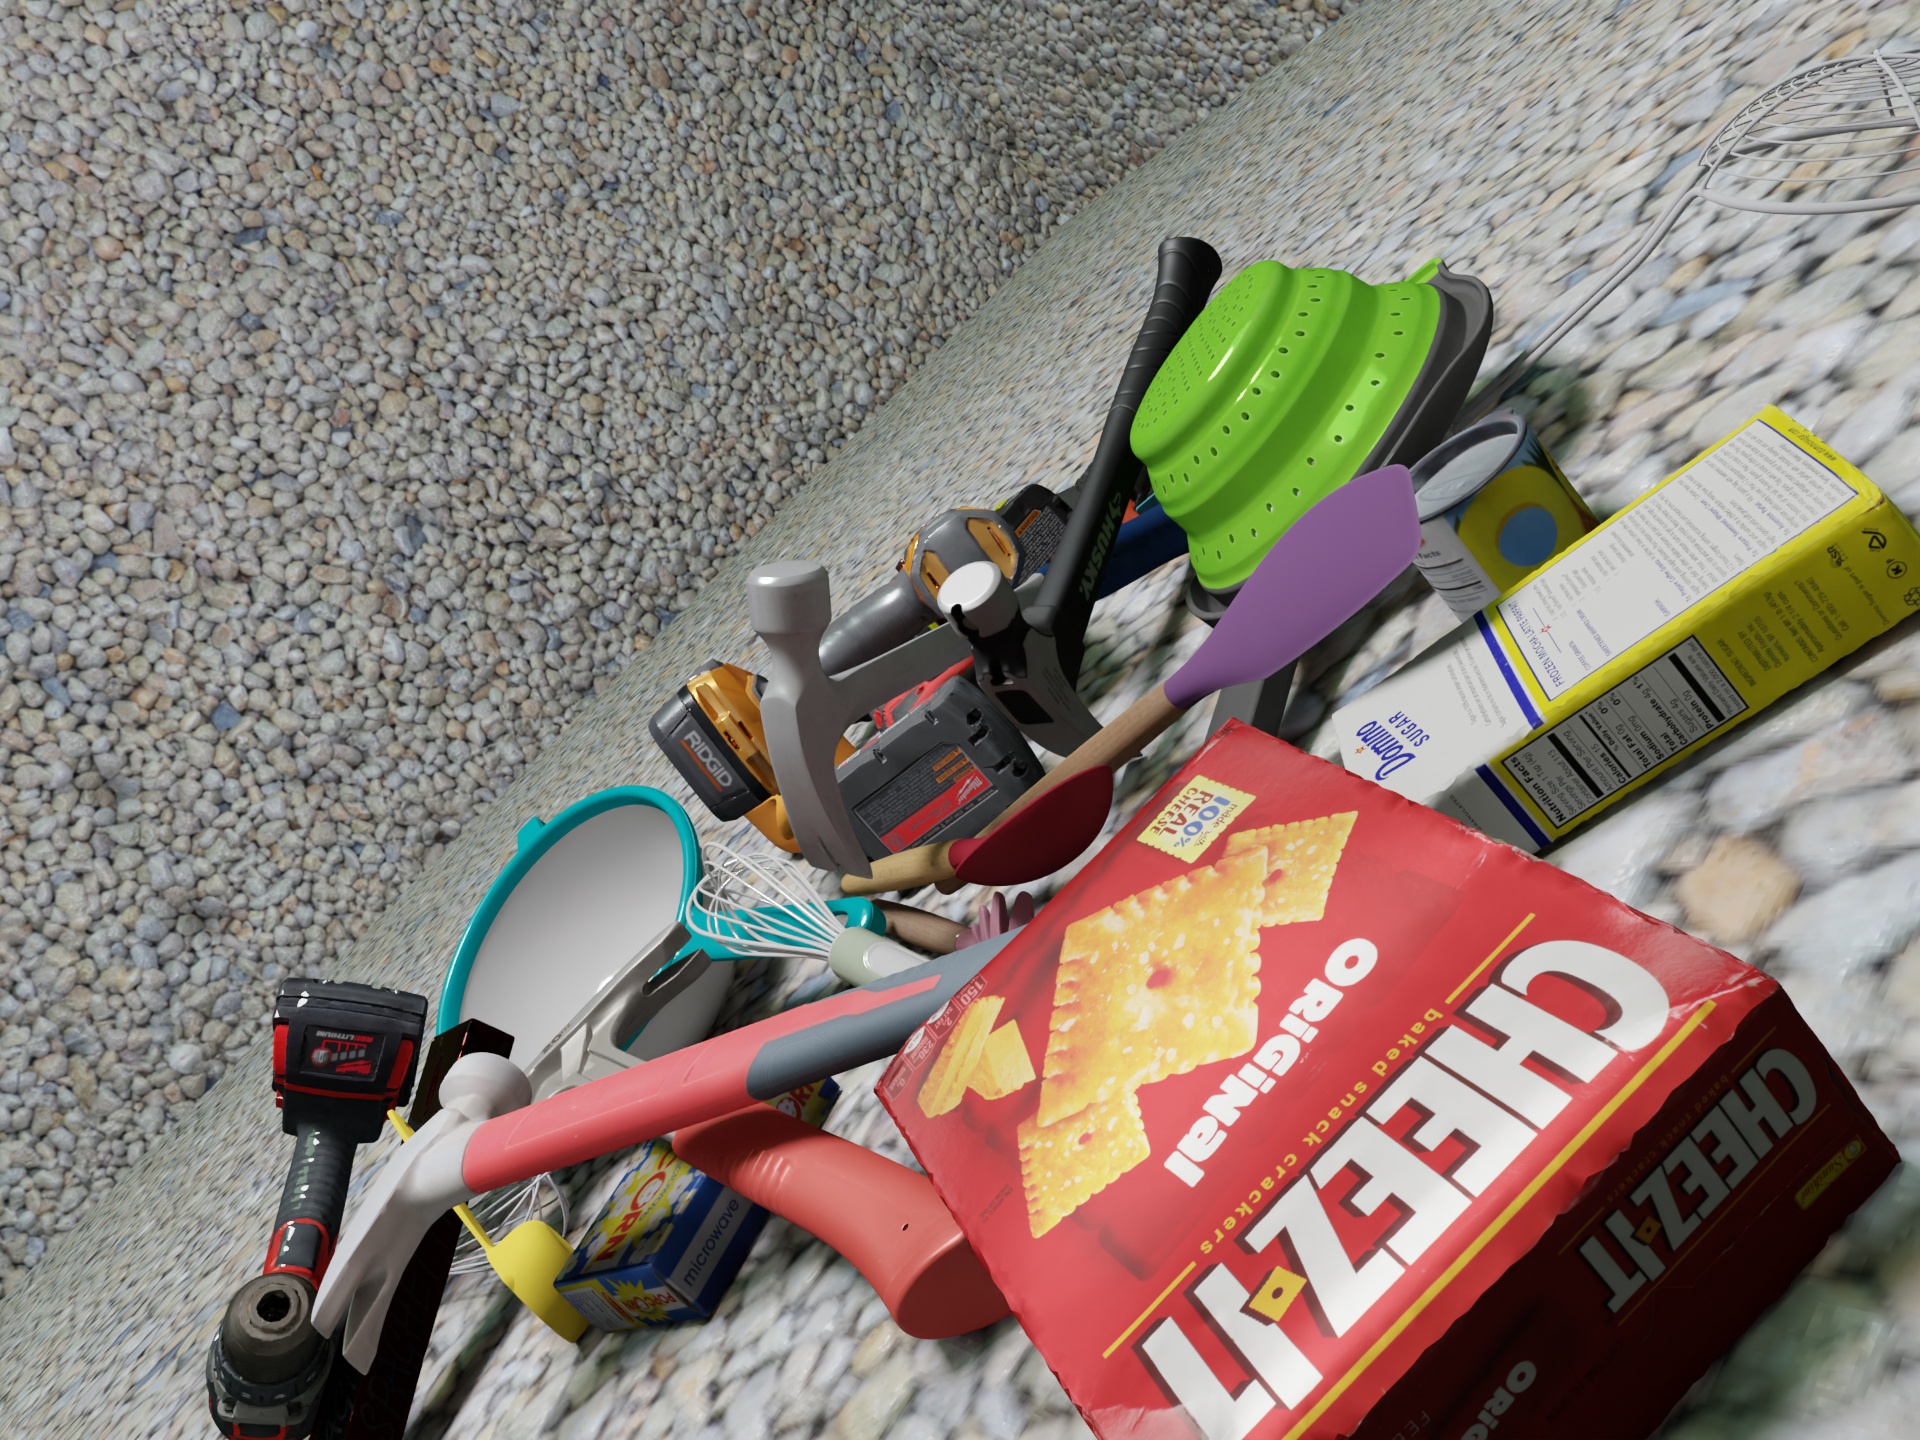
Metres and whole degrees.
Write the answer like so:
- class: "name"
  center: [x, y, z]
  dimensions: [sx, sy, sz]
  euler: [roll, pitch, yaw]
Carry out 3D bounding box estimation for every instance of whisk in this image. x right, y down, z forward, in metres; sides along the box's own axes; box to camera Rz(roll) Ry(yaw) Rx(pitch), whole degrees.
- class: "whisk"
  center: [-0.055, 0.103, 0.726]
  dimensions: [0.058, 0.059, 0.246]
  euler: [-33, 29, -29]
- class: "whisk"
  center: [-0.303, 0.304, 0.898]
  dimensions: [0.284, 0.070, 0.070]
  euler: [-38, 15, 35]

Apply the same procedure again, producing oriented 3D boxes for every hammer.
- class: "hammer"
  center: [0.084, -0.131, 0.820]
  dimensions: [0.035, 0.146, 0.335]
  euler: [-4, 49, 34]
- class: "hammer"
  center: [-0.086, 0.163, 0.647]
  dimensions: [0.149, 0.036, 0.359]
  euler: [-46, 25, -26]
- class: "hammer"
  center: [0.034, -0.054, 0.814]
  dimensions: [0.035, 0.144, 0.405]
  euler: [8, 23, 32]
- class: "hammer"
  center: [-0.068, 0.132, 0.584]
  dimensions: [0.386, 0.038, 0.143]
  euler: [-23, 24, 21]

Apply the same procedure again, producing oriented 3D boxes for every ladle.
- class: "ladle"
  center: [-0.009, 0.061, 0.701]
  dimensions: [0.069, 0.031, 0.315]
  euler: [-28, 0, -21]

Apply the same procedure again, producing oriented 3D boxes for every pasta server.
- class: "pasta server"
  center: [-0.002, 0.094, 0.740]
  dimensions: [0.316, 0.060, 0.040]
  euler: [176, 110, -71]

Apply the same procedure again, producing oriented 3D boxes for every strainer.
- class: "strainer"
  center: [-0.155, 0.142, 0.906]
  dimensions: [0.340, 0.095, 0.211]
  euler: [-10, 53, 37]

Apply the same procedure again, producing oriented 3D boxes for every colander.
- class: "colander"
  center: [0.121, -0.090, 0.716]
  dimensions: [0.204, 0.094, 0.397]
  euler: [-41, 20, 52]

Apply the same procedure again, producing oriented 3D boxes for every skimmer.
- class: "skimmer"
  center: [0.282, -0.149, 0.702]
  dimensions: [0.363, 0.090, 0.127]
  euler: [-45, 9, 36]

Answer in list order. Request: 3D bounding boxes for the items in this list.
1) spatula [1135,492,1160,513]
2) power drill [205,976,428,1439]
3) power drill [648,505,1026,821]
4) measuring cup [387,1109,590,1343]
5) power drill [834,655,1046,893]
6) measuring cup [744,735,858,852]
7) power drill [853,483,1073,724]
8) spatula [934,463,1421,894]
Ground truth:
- class: "spatula"
  center: [0.153, -0.189, 1.108]
  dimensions: [0.082, 0.044, 0.318]
  euler: [-38, 15, 13]
- class: "power drill"
  center: [-0.342, 0.252, 0.837]
  dimensions: [0.187, 0.080, 0.227]
  euler: [121, 155, -50]
- class: "power drill"
  center: [-0.064, -0.046, 0.935]
  dimensions: [0.226, 0.084, 0.185]
  euler: [-37, 7, 2]
- class: "measuring cup"
  center: [-0.221, 0.229, 0.754]
  dimensions: [0.029, 0.062, 0.157]
  euler: [-42, 59, -17]
- class: "power drill"
  center: [-0.001, -0.003, 0.938]
  dimensions: [0.143, 0.078, 0.220]
  euler: [-37, 13, 20]
- class: "measuring cup"
  center: [-0.097, 0.060, 1.046]
  dimensions: [0.095, 0.052, 0.174]
  euler: [-41, 17, 5]
- class: "power drill"
  center: [-0.011, -0.072, 1.148]
  dimensions: [0.171, 0.080, 0.223]
  euler: [-51, 13, -30]
- class: "spatula"
  center: [0.073, 0.000, 0.648]
  dimensions: [0.316, 0.018, 0.060]
  euler: [-44, 35, 45]
